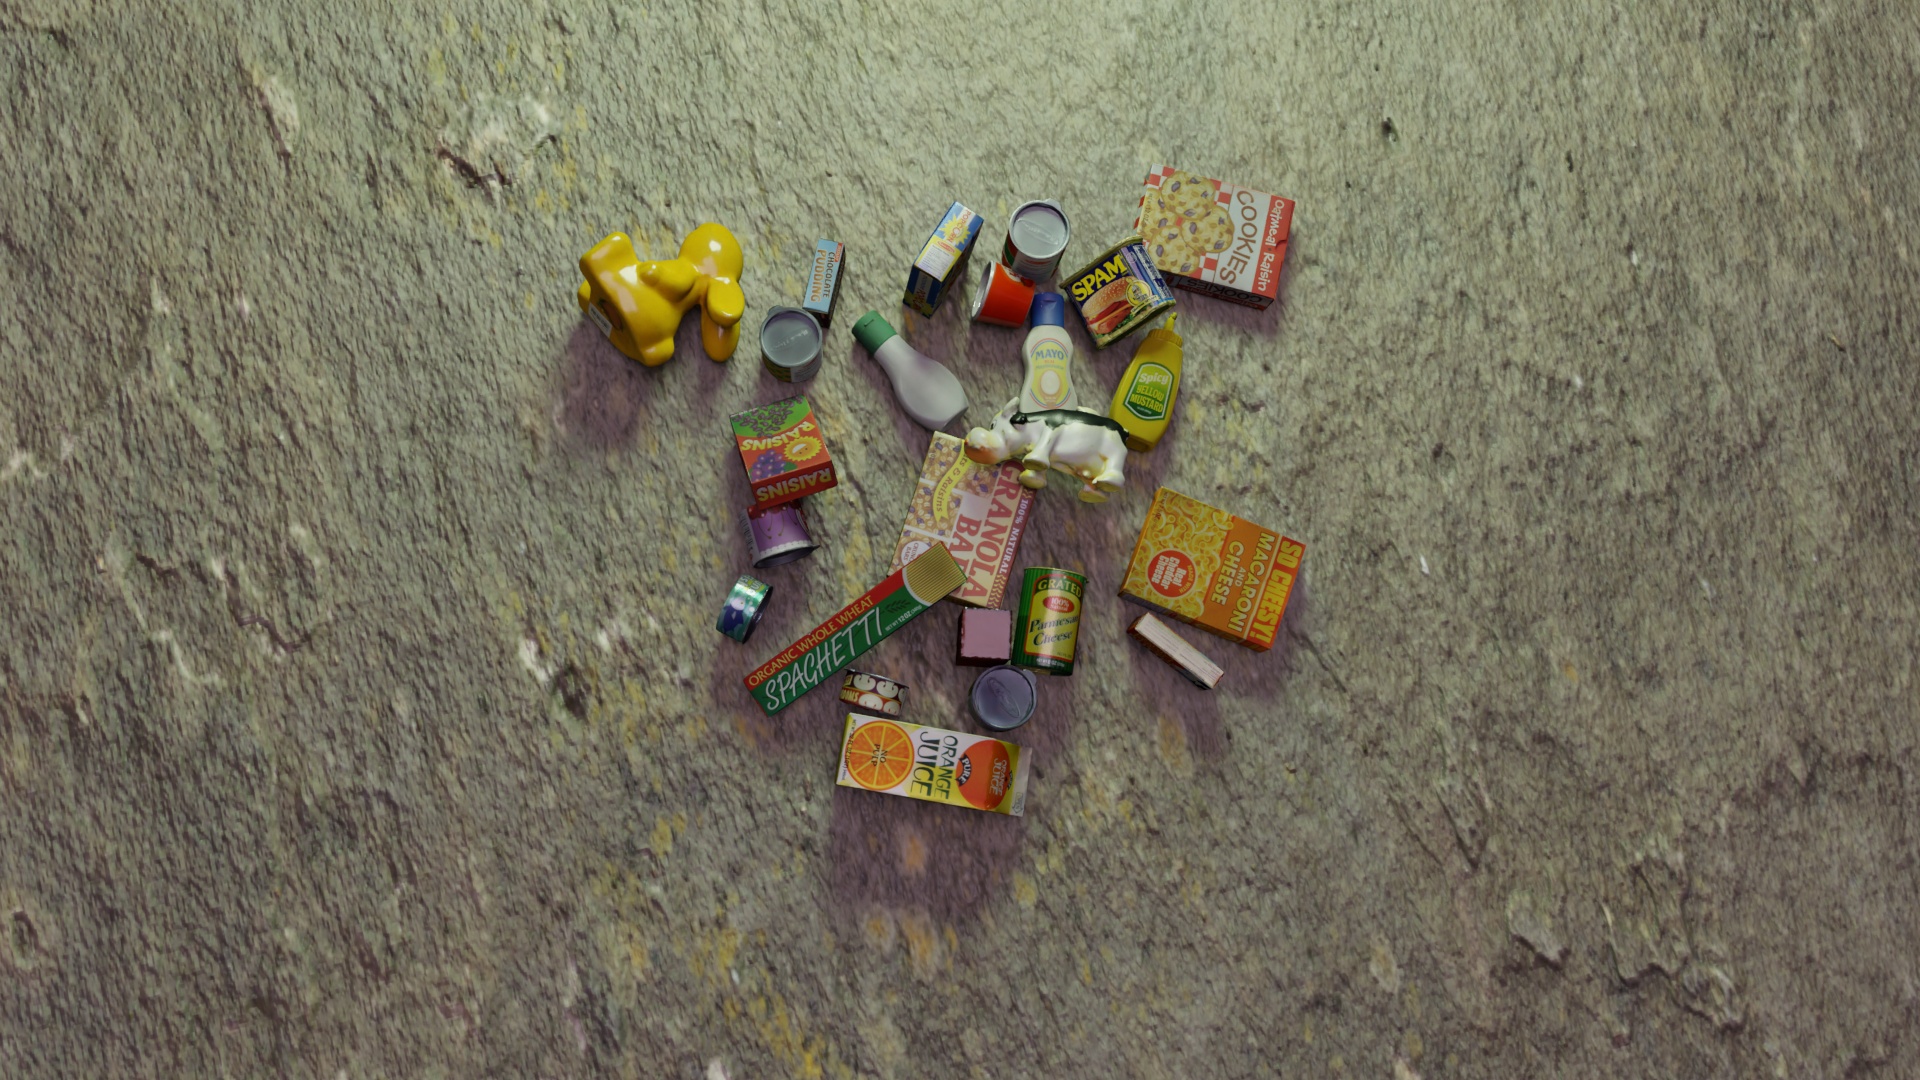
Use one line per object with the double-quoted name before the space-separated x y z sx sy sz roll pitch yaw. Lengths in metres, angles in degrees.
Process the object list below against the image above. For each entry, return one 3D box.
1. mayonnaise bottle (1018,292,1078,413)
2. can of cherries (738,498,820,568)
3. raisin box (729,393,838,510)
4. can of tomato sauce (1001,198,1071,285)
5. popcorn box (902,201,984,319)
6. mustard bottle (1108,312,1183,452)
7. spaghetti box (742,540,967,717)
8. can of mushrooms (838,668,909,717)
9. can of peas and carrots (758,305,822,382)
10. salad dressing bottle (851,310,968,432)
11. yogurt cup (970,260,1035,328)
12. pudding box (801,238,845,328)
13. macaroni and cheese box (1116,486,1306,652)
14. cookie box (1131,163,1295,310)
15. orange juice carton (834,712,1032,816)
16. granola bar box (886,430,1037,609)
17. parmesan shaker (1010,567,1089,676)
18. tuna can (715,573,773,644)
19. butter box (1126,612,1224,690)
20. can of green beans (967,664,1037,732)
"mayonnaise bottle" 0.094 -0.193 1.503 0.065 0.041 0.148 1 80 -3
"can of cherries" -0.187 -0.009 1.431 0.071 0.071 0.058 -17 80 -8
"raisin box" -0.183 -0.092 1.427 0.086 0.039 0.124 -17 42 -9
"can of tomato sauce" 0.081 -0.323 1.506 0.071 0.083 0.071 1 79 -5
"popcorn box" -0.020 -0.295 1.470 0.038 0.126 0.085 32 79 -2
"mustard bottle" 0.208 -0.178 1.507 0.065 0.048 0.160 19 78 -3
"spaghetti box" -0.108 0.091 1.413 0.250 0.028 0.050 -35 89 1
"can of mushrooms" -0.090 0.154 1.407 0.071 0.071 0.033 17 80 -2
"can of peas and carrots" -0.180 -0.208 1.473 0.071 0.058 0.071 1 79 -5
"salad dressing bottle" -0.055 -0.182 1.488 0.064 0.044 0.148 -41 84 -9
"yogurt cup" 0.047 -0.263 1.502 0.054 0.072 0.072 17 78 -10
"pudding box" -0.147 -0.275 1.494 0.030 0.049 0.084 12 78 -1
"macaroni and cheese box" 0.267 0.031 1.476 0.166 0.040 0.124 22 78 0
"cookie box" 0.278 -0.338 1.548 0.167 0.040 0.123 14 78 -2
"orange juice carton" -0.026 0.227 1.396 0.193 0.073 0.072 11 78 -3
"granola bar box" 0.005 -0.018 1.463 0.124 0.039 0.166 18 78 -2
"parmesan shaker" 0.094 0.085 1.438 0.071 0.071 0.103 9 79 -3
"tuna can" -0.219 0.067 1.411 0.033 0.071 0.071 26 78 1
"butter box" 0.224 0.116 1.450 0.103 0.053 0.024 38 82 3
"can of green beans" 0.042 0.163 1.422 0.071 0.057 0.071 1 79 -5
